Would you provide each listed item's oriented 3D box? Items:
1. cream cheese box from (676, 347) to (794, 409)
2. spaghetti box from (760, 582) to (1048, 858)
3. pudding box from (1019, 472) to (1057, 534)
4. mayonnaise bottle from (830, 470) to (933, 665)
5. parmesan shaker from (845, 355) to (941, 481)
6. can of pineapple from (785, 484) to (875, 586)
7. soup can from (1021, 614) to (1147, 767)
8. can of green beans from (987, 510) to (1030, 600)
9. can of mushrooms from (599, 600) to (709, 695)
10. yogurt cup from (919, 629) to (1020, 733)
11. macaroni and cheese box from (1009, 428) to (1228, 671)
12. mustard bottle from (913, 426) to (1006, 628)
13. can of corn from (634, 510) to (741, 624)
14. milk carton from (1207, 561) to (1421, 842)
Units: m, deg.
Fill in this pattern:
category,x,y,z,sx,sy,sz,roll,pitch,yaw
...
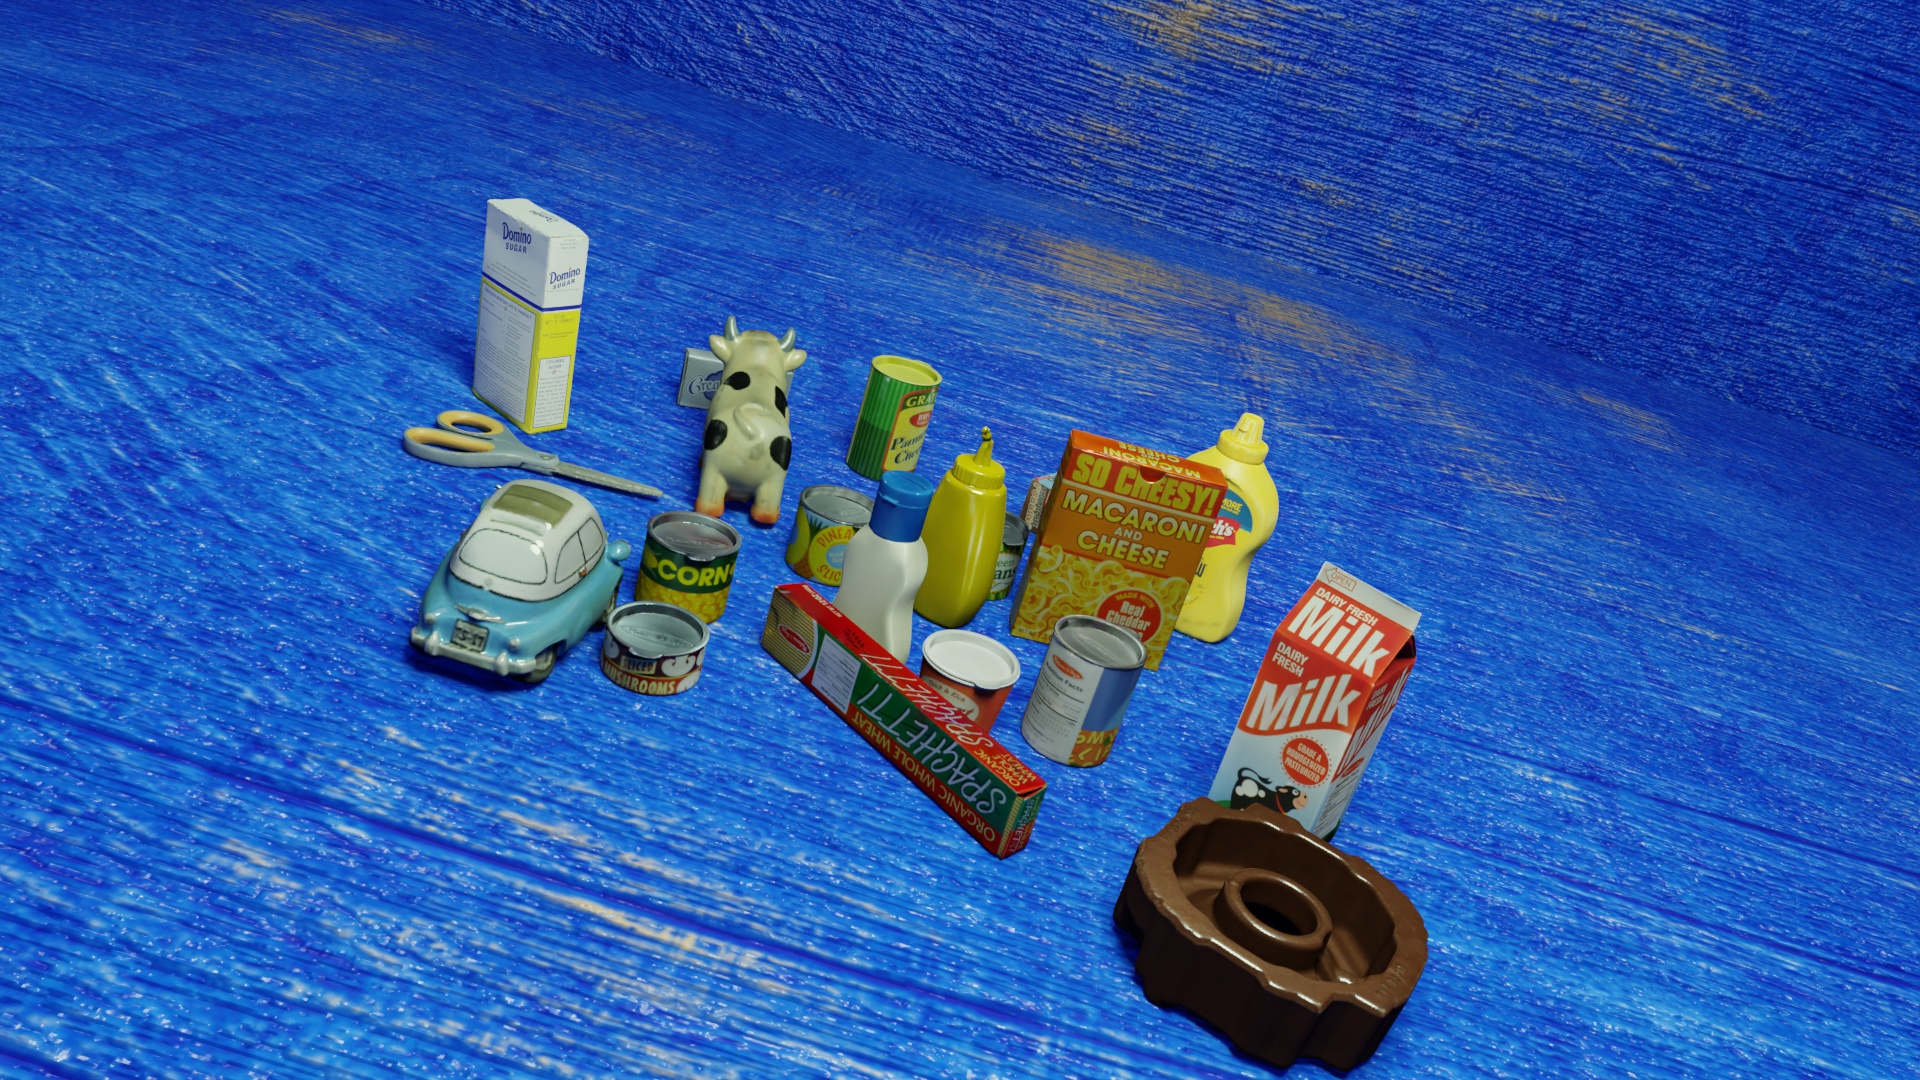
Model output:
category,x,y,z,sx,sy,sz,roll,pitch,yaw
cream cheese box,-0.216,-0.149,1.330,0.104,0.053,0.024,8,26,-19
spaghetti box,-0.043,0.110,0.898,0.029,0.050,0.250,-9,35,-45
pudding box,0.094,-0.038,1.299,0.030,0.049,0.084,32,28,30
mayonnaise bottle,-0.054,0.025,0.953,0.065,0.147,0.041,27,26,21
parmesan shaker,-0.061,-0.113,1.293,0.071,0.102,0.071,14,24,-6
can of pineapple,-0.100,-0.003,1.091,0.071,0.057,0.071,14,24,-6
soup can,0.086,0.103,0.955,0.071,0.083,0.071,14,24,-6
can of green beans,0.018,0.009,1.141,0.071,0.057,0.071,14,24,-6
can of mushrooms,-0.199,0.070,0.901,0.071,0.033,0.071,14,24,-6
yogurt cup,0.001,0.100,0.943,0.072,0.053,0.073,14,24,-6
macaroni and cheese box,0.120,0.010,1.074,0.124,0.165,0.040,14,24,-6
mustard bottle,0.004,-0.013,1.056,0.065,0.159,0.049,29,27,25
can of corn,-0.193,0.021,0.980,0.071,0.058,0.071,14,24,-6
milk carton,0.231,0.112,0.901,0.072,0.189,0.074,32,28,30
